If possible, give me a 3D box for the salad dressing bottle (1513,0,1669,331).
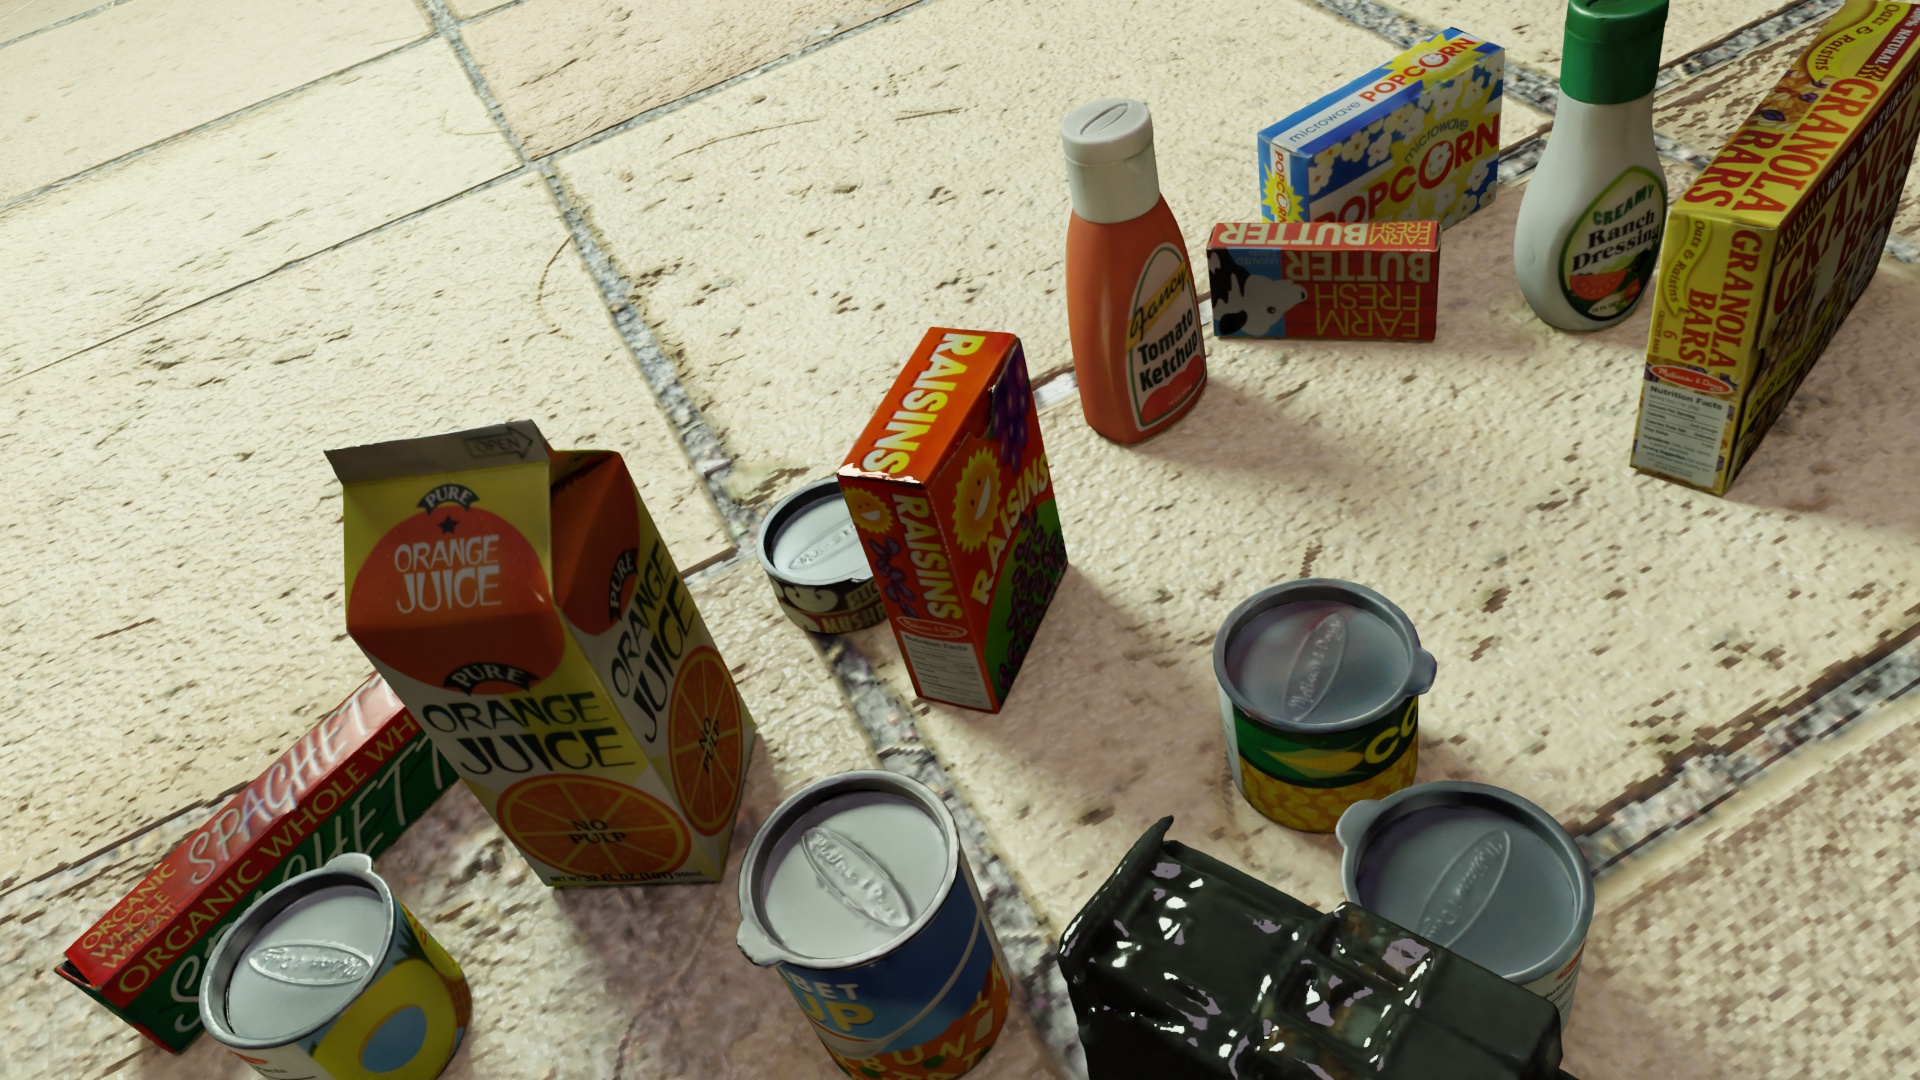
[{"bbox_3d":[0.269,-0.160,0.587,0.064,0.147,0.044,-22,43,-5],"label":"salad dressing bottle"}]

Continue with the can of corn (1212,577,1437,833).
[{"bbox_3d":[0.124,0.057,0.471,0.071,0.058,0.071,-9,43,8],"label":"can of corn"}]

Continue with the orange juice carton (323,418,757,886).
[{"bbox_3d":[-0.138,0.036,0.473,0.072,0.191,0.073,-5,44,12],"label":"orange juice carton"}]

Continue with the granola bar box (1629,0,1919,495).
[{"bbox_3d":[0.323,-0.115,0.541,0.039,0.123,0.166,26,57,36],"label":"granola bar box"}]

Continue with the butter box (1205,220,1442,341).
[{"bbox_3d":[0.169,-0.120,0.646,0.103,0.053,0.024,4,47,21],"label":"butter box"}]

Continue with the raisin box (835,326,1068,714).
[{"bbox_3d":[0.002,-0.007,0.526,0.040,0.122,0.086,9,48,25],"label":"raisin box"}]

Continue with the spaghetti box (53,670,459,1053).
[{"bbox_3d":[-0.230,0.086,0.553,0.029,0.050,0.251,19,53,32],"label":"spaghetti box"}]

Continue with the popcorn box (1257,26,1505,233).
[{"bbox_3d":[0.204,-0.181,0.675,0.127,0.084,0.038,-31,45,-16],"label":"popcorn box"}]

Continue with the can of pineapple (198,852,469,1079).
[{"bbox_3d":[-0.209,0.153,0.472,0.071,0.057,0.071,-9,43,8],"label":"can of pineapple"}]

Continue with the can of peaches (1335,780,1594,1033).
[{"bbox_3d":[0.144,0.113,0.406,0.071,0.057,0.071,-9,43,8],"label":"can of peaches"}]

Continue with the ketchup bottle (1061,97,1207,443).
[{"bbox_3d":[0.072,-0.115,0.600,0.065,0.148,0.043,-40,48,-24],"label":"ketchup bottle"}]

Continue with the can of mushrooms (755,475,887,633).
[{"bbox_3d":[-0.050,0.007,0.594,0.071,0.033,0.071,-9,43,8],"label":"can of mushrooms"}]

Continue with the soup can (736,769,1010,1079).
[{"bbox_3d":[-0.026,0.123,0.428,0.071,0.083,0.072,-9,43,8],"label":"soup can"}]
